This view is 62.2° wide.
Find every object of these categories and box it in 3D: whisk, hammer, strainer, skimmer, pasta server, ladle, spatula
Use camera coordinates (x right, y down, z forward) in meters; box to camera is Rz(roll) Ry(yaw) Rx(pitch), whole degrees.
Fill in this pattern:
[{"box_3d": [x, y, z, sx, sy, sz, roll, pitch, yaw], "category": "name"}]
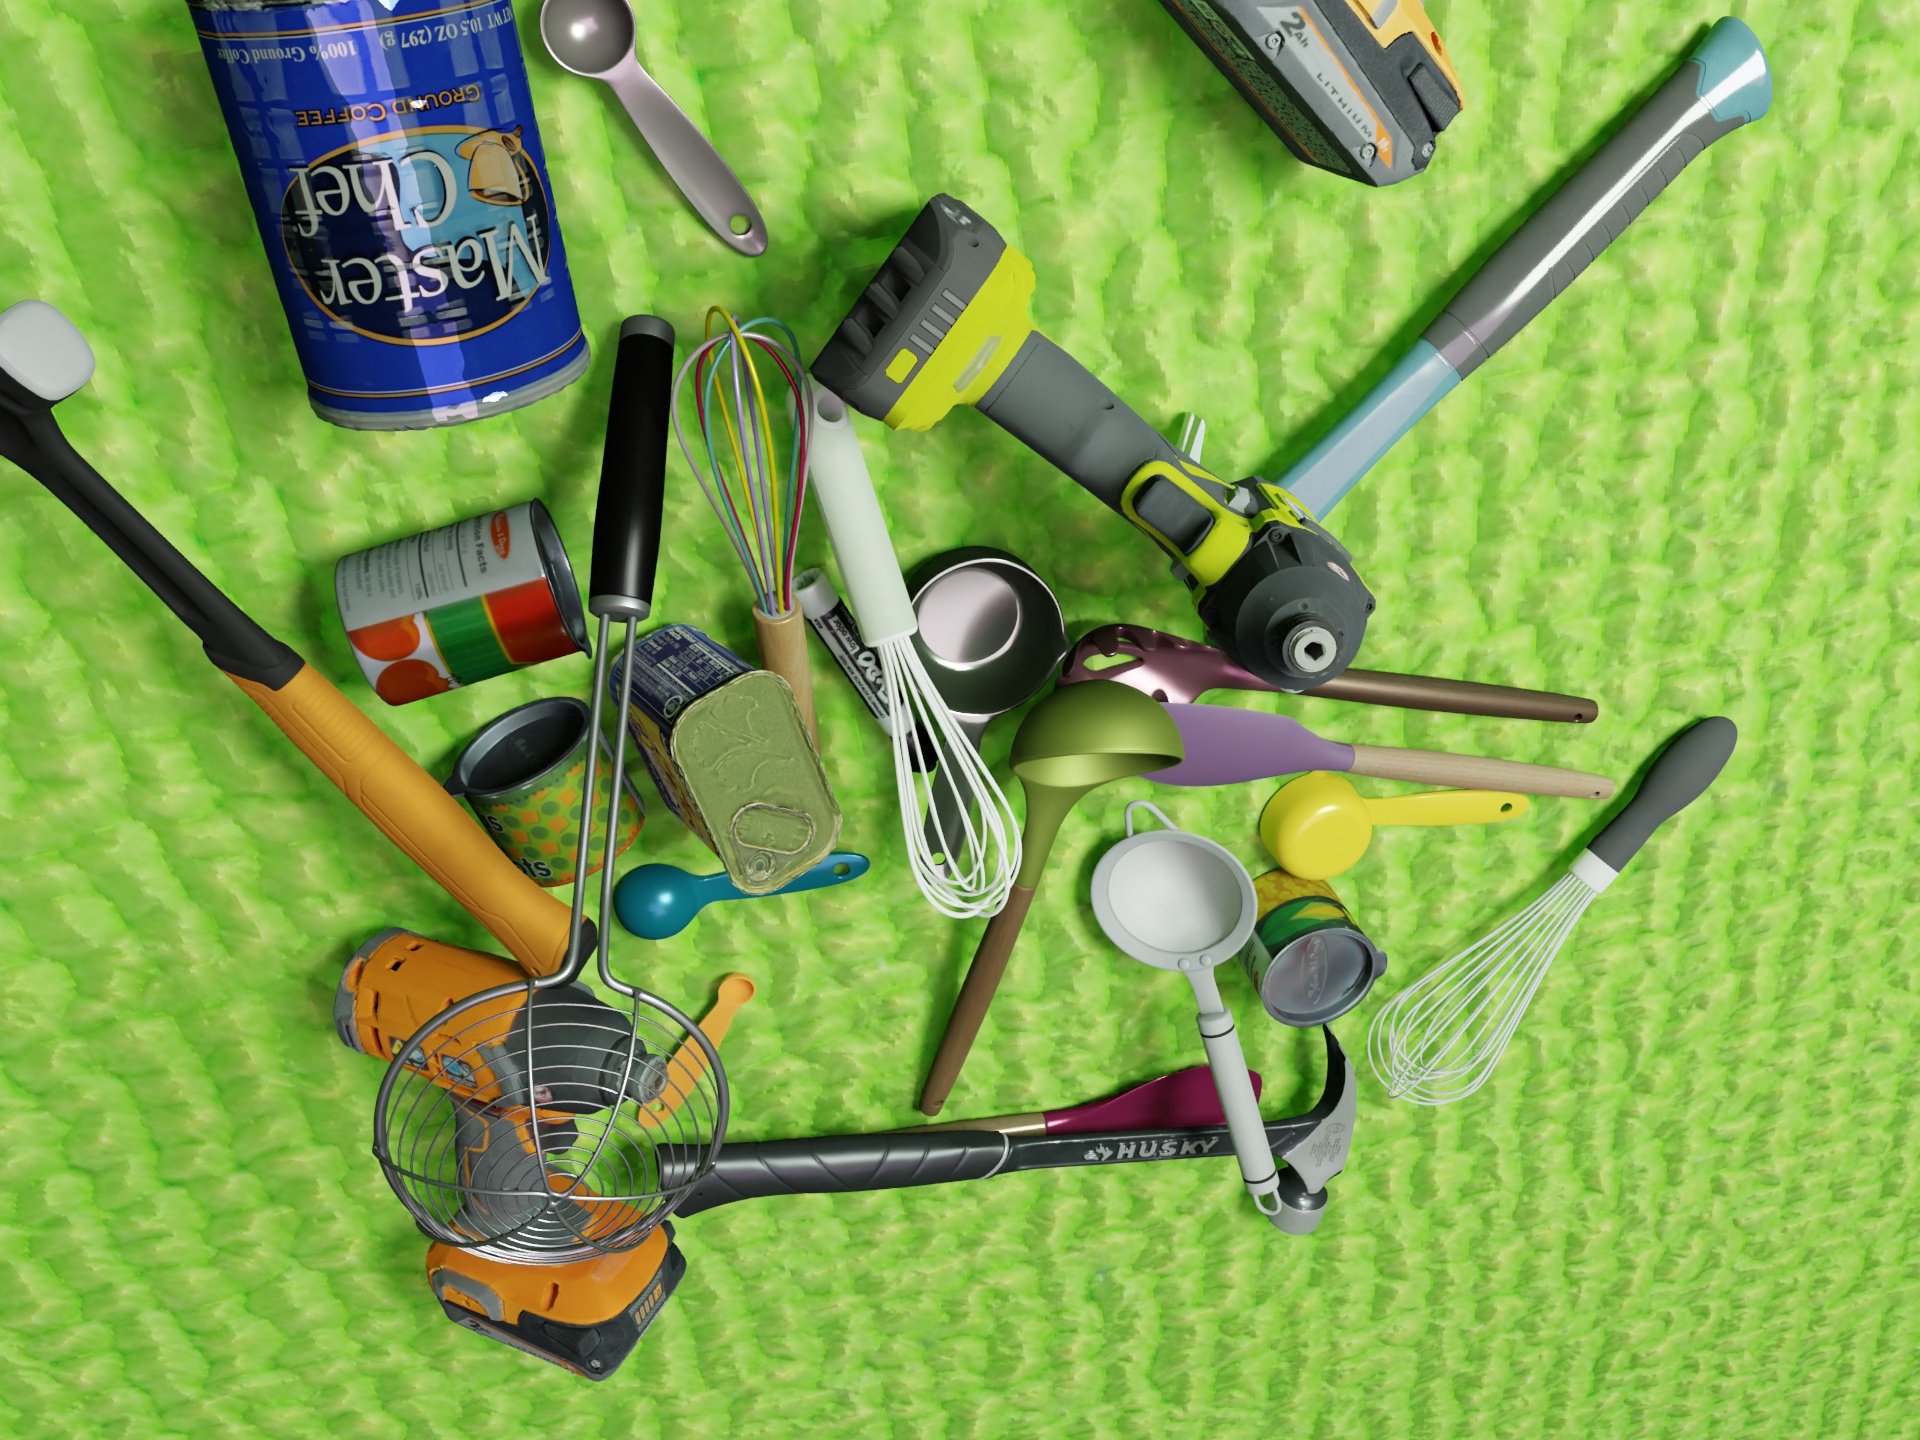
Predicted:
[{"box_3d": [0.335, 0.109, 0.898, 0.070, 0.070, 0.284, 31, 104, -28], "category": "whisk"}, {"box_3d": [0.036, 0.239, 0.885, 0.408, 0.036, 0.149, 1, 122, -17], "category": "hammer"}, {"box_3d": [-0.081, -0.067, 0.673, 0.051, 0.047, 0.244, -50, 152, -35], "category": "whisk"}, {"box_3d": [-0.267, -0.006, 0.631, 0.127, 0.034, 0.336, -12, 127, 38], "category": "hammer"}, {"box_3d": [0.132, 0.152, 0.845, 0.087, 0.050, 0.258, -12, 105, 23], "category": "strainer"}, {"box_3d": [0.223, -0.169, 0.703, 0.128, 0.033, 0.331, 42, 99, -15], "category": "hammer"}, {"box_3d": [-0.028, -0.029, 0.683, 0.058, 0.059, 0.246, -23, 99, -35], "category": "whisk"}, {"box_3d": [-0.143, 0.023, 0.619, 0.127, 0.090, 0.363, 7, 73, -18], "category": "skimmer"}, {"box_3d": [0.191, -0.013, 0.797, 0.316, 0.040, 0.060, 5, 133, -19], "category": "pasta server"}, {"box_3d": [0.027, 0.106, 0.789, 0.078, 0.062, 0.320, 2, 130, -21], "category": "ladle"}, {"box_3d": [0.217, 0.023, 0.818, 0.315, 0.018, 0.059, 6, 137, -25], "category": "spatula"}]

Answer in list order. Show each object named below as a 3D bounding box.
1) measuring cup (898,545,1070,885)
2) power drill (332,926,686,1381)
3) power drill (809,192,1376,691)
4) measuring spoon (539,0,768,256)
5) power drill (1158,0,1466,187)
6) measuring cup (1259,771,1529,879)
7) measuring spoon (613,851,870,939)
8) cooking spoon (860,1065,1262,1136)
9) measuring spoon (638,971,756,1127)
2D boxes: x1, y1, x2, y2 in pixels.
[{"box_3d": [-0.001, -0.002, 0.745, 0.083, 0.038, 0.167, 5, 114, -14], "category": "measuring cup"}, {"box_3d": [-0.200, 0.211, 0.767, 0.164, 0.084, 0.226, 11, 125, 23], "category": "power drill"}, {"box_3d": [0.058, -0.100, 0.609, 0.223, 0.171, 0.080, 36, 107, -10], "category": "power drill"}, {"box_3d": [-0.113, -0.228, 0.608, 0.034, 0.018, 0.124, -35, 129, 7], "category": "measuring spoon"}, {"box_3d": [0.207, -0.313, 0.602, 0.185, 0.084, 0.226, 35, 102, -30], "category": "power drill"}, {"box_3d": [0.239, 0.056, 0.853, 0.156, 0.029, 0.062, -3, 121, -11], "category": "measuring cup"}, {"box_3d": [-0.107, 0.086, 0.787, 0.128, 0.021, 0.042, -9, 122, -8], "category": "measuring spoon"}, {"box_3d": [0.022, 0.235, 0.912, 0.319, 0.017, 0.068, -5, 125, -12], "category": "cooking spoon"}, {"box_3d": [-0.141, 0.174, 0.840, 0.021, 0.011, 0.117, 23, 116, -26], "category": "measuring spoon"}]
